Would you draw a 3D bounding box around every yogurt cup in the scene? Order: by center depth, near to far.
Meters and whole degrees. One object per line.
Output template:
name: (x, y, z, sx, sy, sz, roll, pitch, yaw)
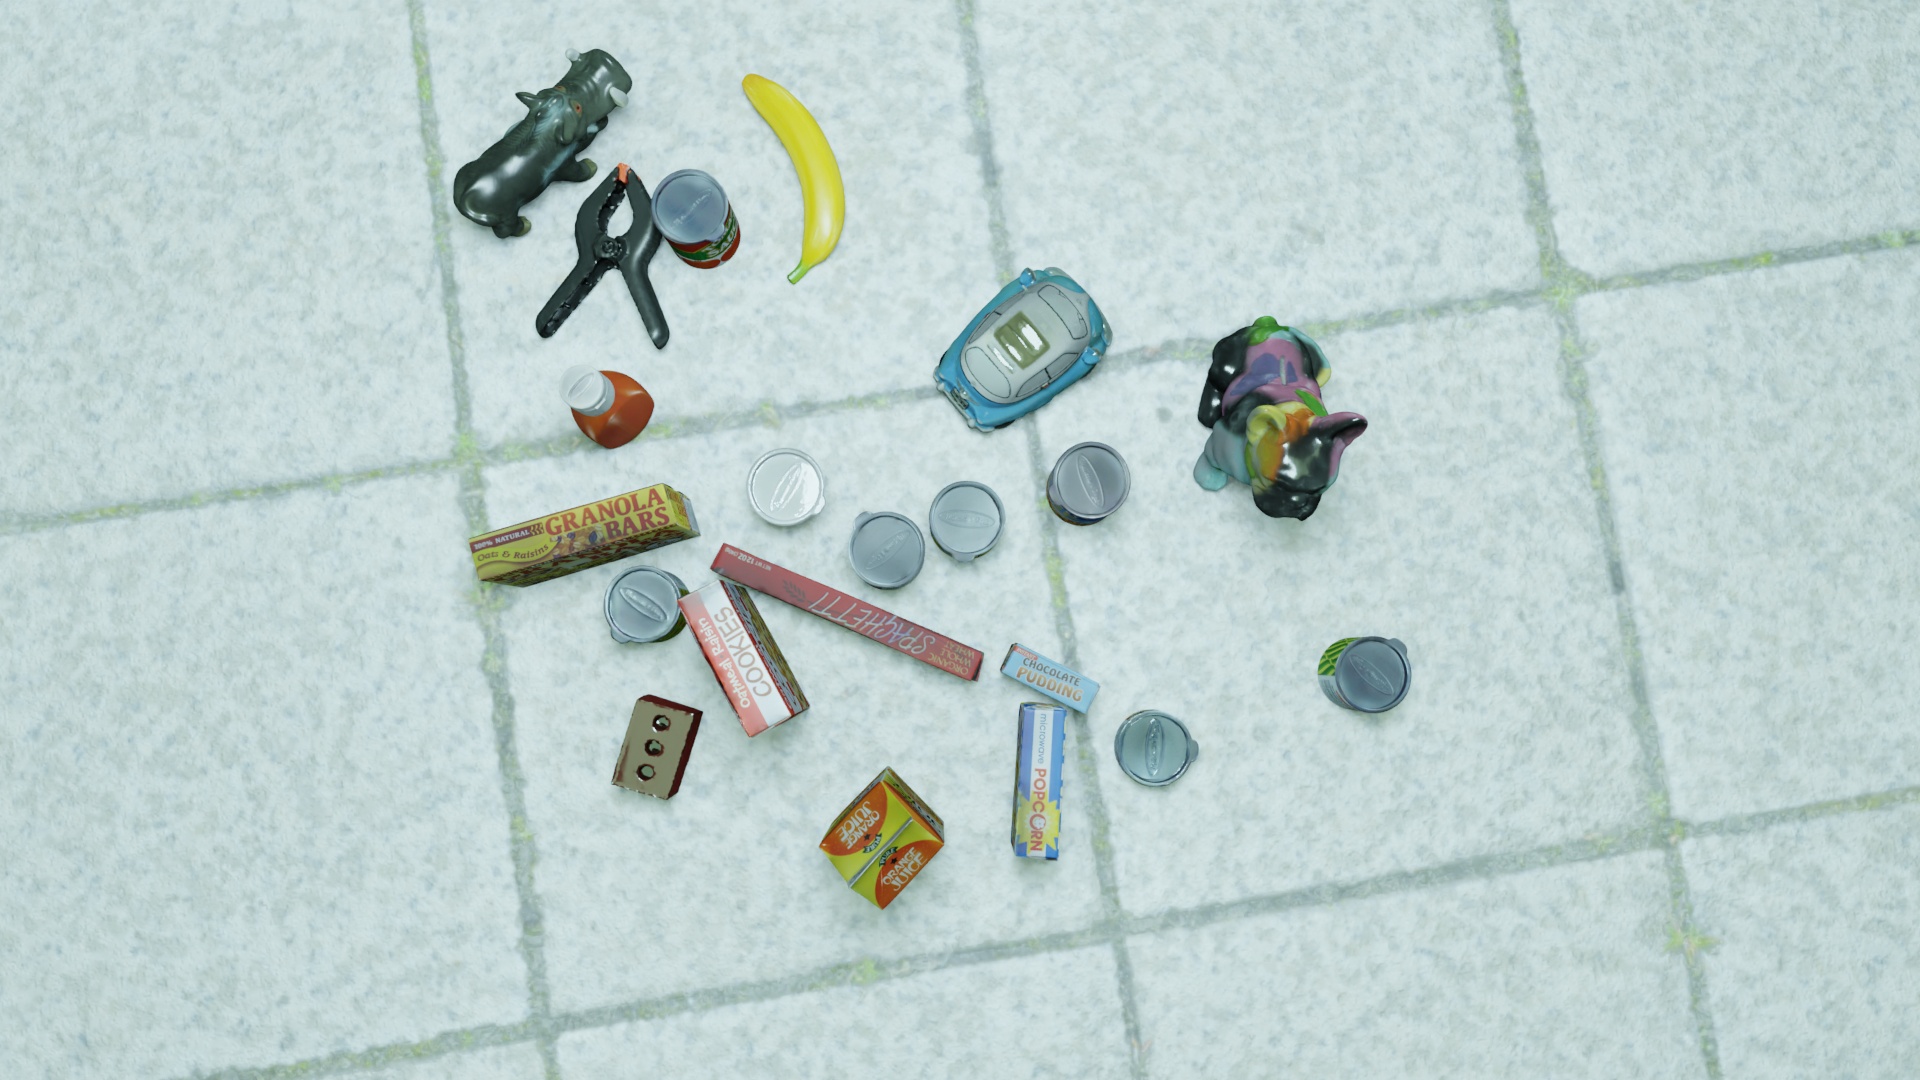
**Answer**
yogurt cup: (-0.151, -0.045, 1.221, 0.072, 0.054, 0.072, 0, 85, -1)

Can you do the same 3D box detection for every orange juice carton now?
orange juice carton: (-0.062, 0.240, 1.128, 0.073, 0.192, 0.072, 44, 86, 2)

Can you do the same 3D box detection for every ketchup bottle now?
ketchup bottle: (-0.302, -0.116, 1.176, 0.043, 0.148, 0.065, 42, 86, 2)

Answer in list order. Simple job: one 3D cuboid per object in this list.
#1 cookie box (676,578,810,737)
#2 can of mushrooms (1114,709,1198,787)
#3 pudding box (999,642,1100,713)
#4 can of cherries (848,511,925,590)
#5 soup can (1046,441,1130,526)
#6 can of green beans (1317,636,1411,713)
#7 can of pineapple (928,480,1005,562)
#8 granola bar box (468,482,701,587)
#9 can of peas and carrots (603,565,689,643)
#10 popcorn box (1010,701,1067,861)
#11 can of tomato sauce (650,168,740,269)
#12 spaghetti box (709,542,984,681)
cookie box: (-0.177, 0.097, 1.151, 0.040, 0.167, 0.123, -29, 87, -3)
can of mushrooms: (0.171, 0.182, 1.218, 0.071, 0.033, 0.071, 0, 85, -1)
pudding box: (0.078, 0.120, 1.213, 0.084, 0.049, 0.030, 26, 85, 1)
can of cherries: (-0.065, 0.007, 1.216, 0.071, 0.058, 0.071, 0, 85, -1)
soup can: (0.107, -0.047, 1.212, 0.071, 0.083, 0.071, 0, 85, -1)
can of green beans: (0.353, 0.117, 1.216, 0.071, 0.058, 0.071, 0, 85, -1)
can of pineapple: (0.004, -0.015, 1.220, 0.071, 0.058, 0.071, 0, 85, -1)
granola bar box: (-0.314, -0.004, 1.178, 0.166, 0.124, 0.039, -16, 86, -3)
can of peas and carrots: (-0.272, 0.058, 1.207, 0.071, 0.058, 0.071, 0, 85, -1)
popcorn box: (0.067, 0.203, 1.188, 0.038, 0.085, 0.126, 4, 85, -1)
can of tomato sauce: (-0.230, -0.281, 1.226, 0.071, 0.083, 0.071, 0, 85, -1)
spaghetti box: (-0.096, 0.064, 1.214, 0.250, 0.050, 0.028, 23, 85, 1)
